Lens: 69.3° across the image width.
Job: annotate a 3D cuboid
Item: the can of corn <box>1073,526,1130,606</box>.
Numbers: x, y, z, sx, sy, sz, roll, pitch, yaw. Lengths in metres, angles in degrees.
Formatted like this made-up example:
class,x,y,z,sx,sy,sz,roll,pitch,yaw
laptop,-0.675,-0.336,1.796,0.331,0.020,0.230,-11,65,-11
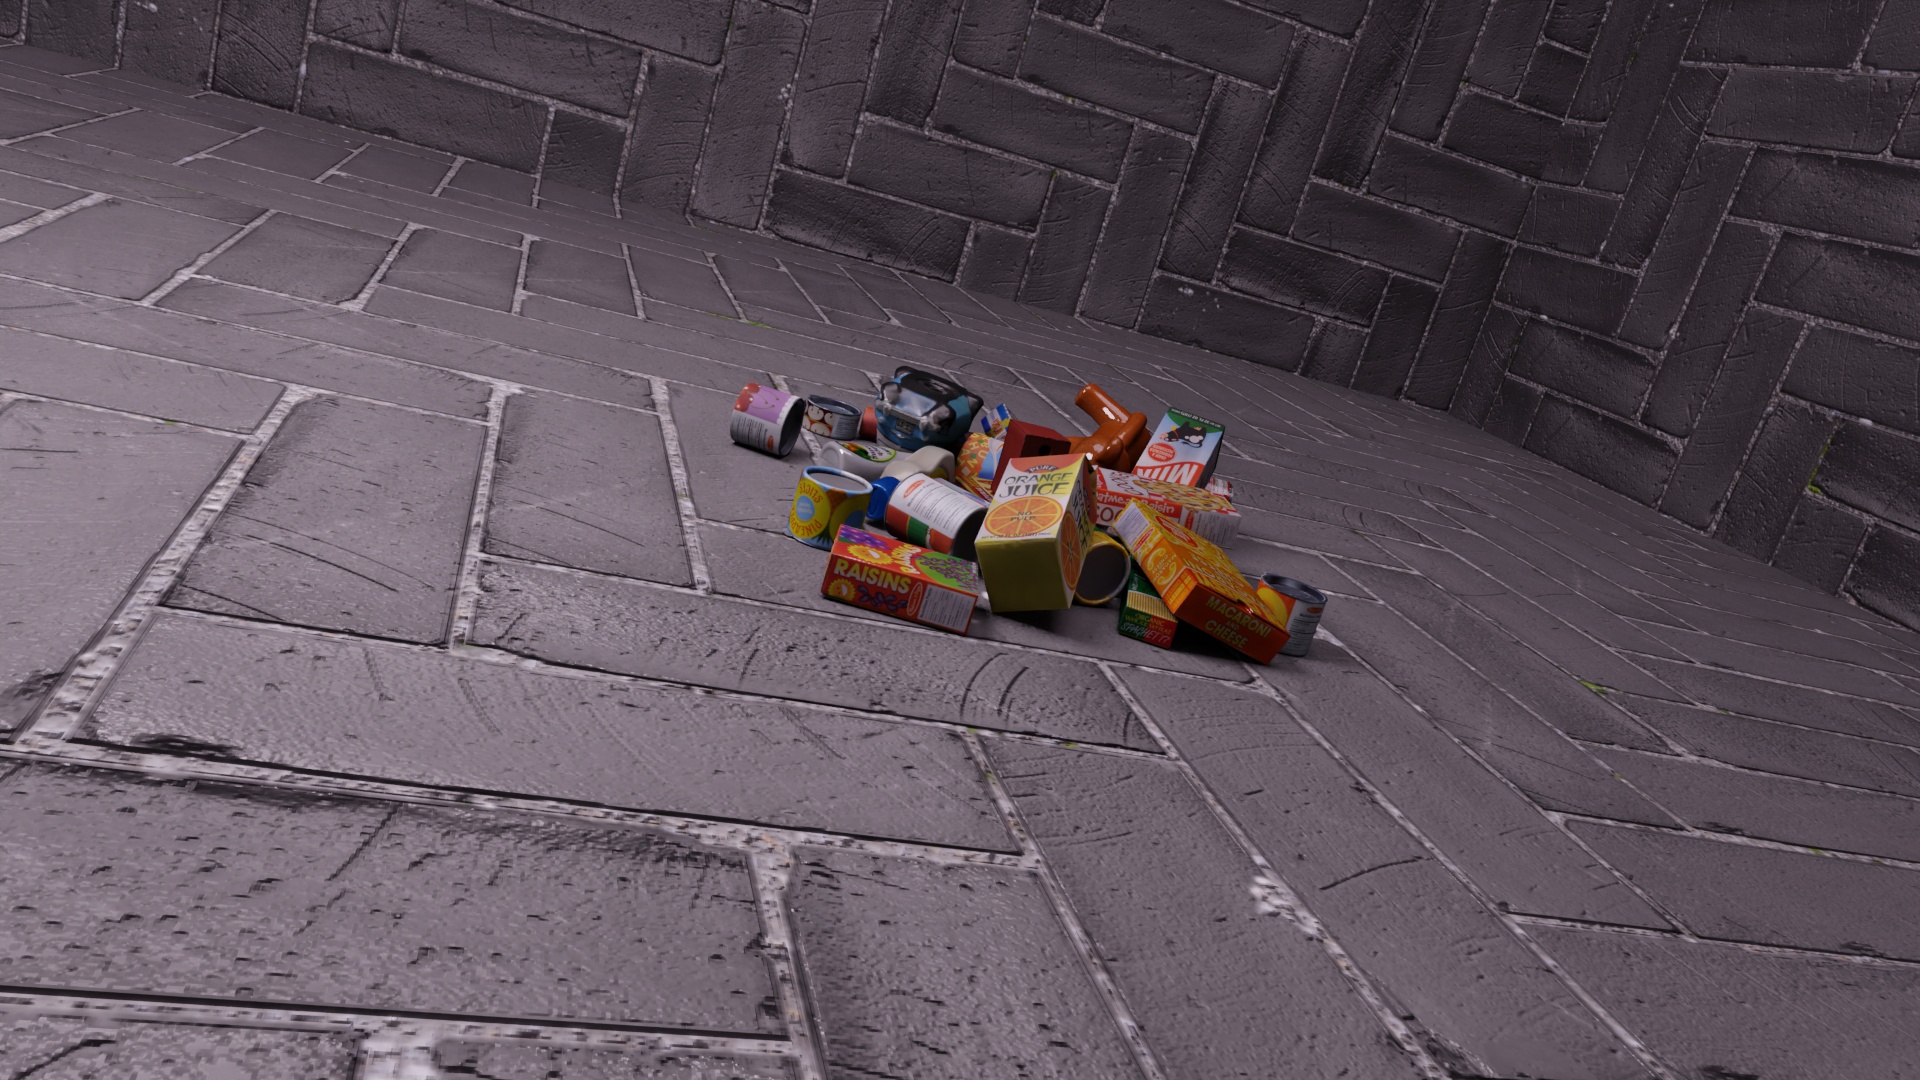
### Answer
class,x,y,z,sx,sy,sz,roll,pitch,yaw
can of corn,0.114,0.020,1.295,0.071,0.071,0.058,8,19,-30

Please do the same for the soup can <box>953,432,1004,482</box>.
class,x,y,z,sx,sy,sz,roll,pitch,yaw
soup can,0.045,-0.079,1.543,0.084,0.071,0.071,22,17,18

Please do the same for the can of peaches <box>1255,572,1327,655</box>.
class,x,y,z,sx,sy,sz,roll,pitch,yaw
can of peaches,0.311,0.071,1.340,0.071,0.058,0.071,15,16,-4

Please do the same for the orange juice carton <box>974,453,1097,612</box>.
class,x,y,z,sx,sy,sz,roll,pitch,yaw
orange juice carton,0.074,-0.020,1.240,0.072,0.072,0.194,-3,30,18

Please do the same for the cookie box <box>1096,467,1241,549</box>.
class,x,y,z,sx,sy,sz,roll,pitch,yaw
cookie box,0.198,-0.038,1.453,0.167,0.040,0.123,11,13,-2

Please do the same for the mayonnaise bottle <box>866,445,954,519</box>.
class,x,y,z,sx,sy,sz,roll,pitch,yaw
mayonnaise bottle,-0.053,-0.053,1.382,0.041,0.064,0.148,19,20,18

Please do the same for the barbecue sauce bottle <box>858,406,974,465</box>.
class,x,y,z,sx,sy,sz,roll,pitch,yaw
barbecue sauce bottle,-0.045,-0.123,1.649,0.148,0.043,0.065,16,13,-1

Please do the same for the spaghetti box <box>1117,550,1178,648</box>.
class,x,y,z,sx,sy,sz,roll,pitch,yaw
spaghetti box,0.183,0.046,1.345,0.050,0.028,0.251,19,16,3

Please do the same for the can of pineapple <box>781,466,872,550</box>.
class,x,y,z,sx,sy,sz,roll,pitch,yaw
can of pineapple,-0.118,-0.029,1.238,0.071,0.057,0.071,16,16,-5

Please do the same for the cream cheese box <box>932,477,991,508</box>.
class,x,y,z,sx,sy,sz,roll,pitch,yaw
cream cheese box,0.005,-0.017,1.330,0.104,0.053,0.024,28,23,34

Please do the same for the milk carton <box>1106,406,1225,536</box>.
class,x,y,z,sx,sy,sz,roll,pitch,yaw
milk carton,0.234,-0.060,1.587,0.072,0.073,0.191,21,51,15

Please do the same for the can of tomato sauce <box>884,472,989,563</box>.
class,x,y,z,sx,sy,sz,roll,pitch,yaw
can of tomato sauce,-0.018,-0.016,1.286,0.083,0.071,0.071,28,19,33

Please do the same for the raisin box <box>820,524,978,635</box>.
class,x,y,z,sx,sy,sz,roll,pitch,yaw
raisin box,-0.049,0.031,1.144,0.123,0.040,0.086,17,17,-5

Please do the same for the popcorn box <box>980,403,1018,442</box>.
class,x,y,z,sx,sy,sz,roll,pitch,yaw
popcorn box,0.068,-0.109,1.651,0.085,0.038,0.127,52,8,-16

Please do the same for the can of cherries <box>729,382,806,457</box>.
class,x,y,z,sx,sy,sz,roll,pitch,yaw
can of cherries,-0.203,-0.129,1.467,0.058,0.071,0.072,18,16,8

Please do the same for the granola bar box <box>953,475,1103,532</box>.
class,x,y,z,sx,sy,sz,roll,pitch,yaw
granola bar box,0.073,-0.015,1.418,0.124,0.039,0.166,9,17,-24

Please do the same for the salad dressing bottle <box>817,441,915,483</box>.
class,x,y,z,sx,sy,sz,roll,pitch,yaw
salad dressing bottle,-0.079,-0.077,1.460,0.148,0.044,0.064,2,21,-43

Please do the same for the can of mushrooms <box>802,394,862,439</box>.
class,x,y,z,sx,sy,sz,roll,pitch,yaw
can of mushrooms,-0.153,-0.145,1.631,0.071,0.033,0.071,15,17,-5

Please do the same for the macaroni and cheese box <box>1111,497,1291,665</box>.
class,x,y,z,sx,sy,sz,roll,pitch,yaw
macaroni and cheese box,0.224,0.036,1.307,0.123,0.040,0.167,28,18,-27
